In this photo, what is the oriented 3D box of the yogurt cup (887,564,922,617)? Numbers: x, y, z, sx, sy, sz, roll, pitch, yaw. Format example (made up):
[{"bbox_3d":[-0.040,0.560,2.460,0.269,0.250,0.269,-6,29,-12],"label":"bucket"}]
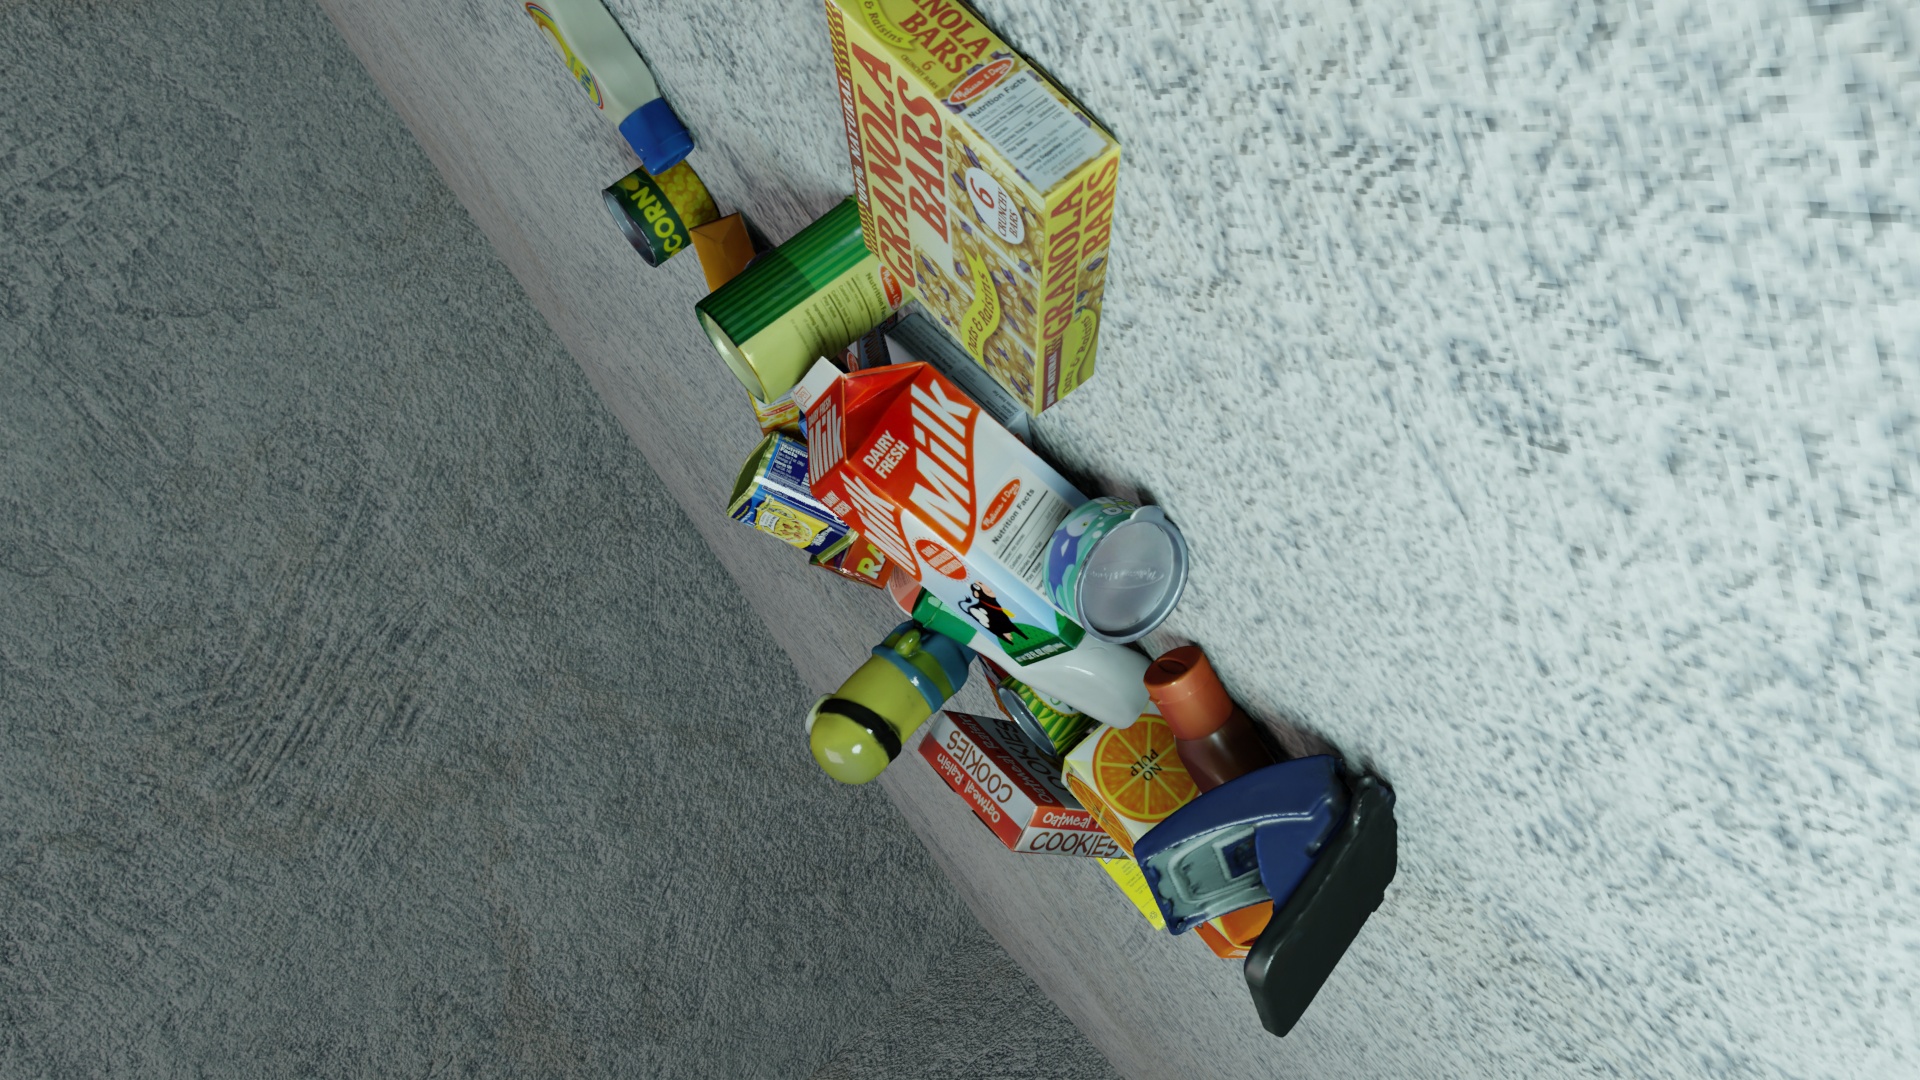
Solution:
[{"bbox_3d":[-0.016,0.023,1.025,0.072,0.072,0.053,52,159,2],"label":"yogurt cup"}]

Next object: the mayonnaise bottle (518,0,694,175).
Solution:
[{"bbox_3d":[-0.233,-0.312,0.914,0.148,0.041,0.064,55,165,-10],"label":"mayonnaise bottle"}]

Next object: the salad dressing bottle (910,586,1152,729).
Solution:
[{"bbox_3d":[0.043,0.062,0.832,0.148,0.044,0.064,27,156,-7],"label":"salad dressing bottle"}]

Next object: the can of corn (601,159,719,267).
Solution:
[{"bbox_3d":[-0.217,-0.242,1.011,0.071,0.058,0.071,48,166,16],"label":"can of corn"}]

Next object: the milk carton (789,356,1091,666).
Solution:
[{"bbox_3d":[-0.008,-0.024,0.725,0.190,0.074,0.072,40,157,-9],"label":"milk carton"}]

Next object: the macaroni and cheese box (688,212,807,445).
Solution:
[{"bbox_3d":[-0.145,-0.138,1.006,0.166,0.040,0.124,86,163,-70],"label":"macaroni and cheese box"}]

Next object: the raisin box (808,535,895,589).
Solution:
[{"bbox_3d":[-0.072,-0.011,1.065,0.040,0.086,0.123,27,174,-17],"label":"raisin box"}]

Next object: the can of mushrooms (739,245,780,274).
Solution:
[{"bbox_3d":[-0.118,-0.155,0.884,0.033,0.071,0.071,50,167,8],"label":"can of mushrooms"}]

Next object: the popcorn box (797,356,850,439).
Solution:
[{"bbox_3d":[-0.067,-0.070,0.905,0.085,0.038,0.127,57,-171,-22],"label":"popcorn box"}]

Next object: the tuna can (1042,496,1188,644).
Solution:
[{"bbox_3d":[0.075,0.011,0.673,0.033,0.071,0.070,35,159,54],"label":"tuna can"}]

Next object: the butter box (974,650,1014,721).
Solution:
[{"bbox_3d":[0.046,0.127,1.177,0.053,0.024,0.103,43,164,36],"label":"butter box"}]

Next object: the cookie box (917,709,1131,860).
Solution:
[{"bbox_3d":[0.069,0.178,0.997,0.167,0.040,0.123,15,-164,-40],"label":"cookie box"}]

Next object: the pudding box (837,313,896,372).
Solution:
[{"bbox_3d":[-0.065,-0.134,0.838,0.050,0.030,0.083,48,167,11],"label":"pudding box"}]

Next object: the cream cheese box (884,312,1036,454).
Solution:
[{"bbox_3d":[0.000,-0.079,0.775,0.104,0.024,0.053,44,164,30],"label":"cream cheese box"}]

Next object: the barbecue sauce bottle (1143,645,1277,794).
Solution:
[{"bbox_3d":[0.151,0.126,0.766,0.148,0.044,0.065,57,167,-18],"label":"barbecue sauce bottle"}]

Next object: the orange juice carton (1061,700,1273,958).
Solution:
[{"bbox_3d":[0.154,0.192,0.869,0.193,0.073,0.071,47,166,18],"label":"orange juice carton"}]

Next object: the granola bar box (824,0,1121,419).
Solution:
[{"bbox_3d":[0.005,-0.138,0.564,0.124,0.039,0.165,47,167,18],"label":"granola bar box"}]

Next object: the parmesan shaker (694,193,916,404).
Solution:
[{"bbox_3d":[-0.084,-0.131,0.747,0.071,0.103,0.071,49,166,16],"label":"parmesan shaker"}]

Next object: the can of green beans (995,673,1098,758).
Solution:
[{"bbox_3d":[0.067,0.110,0.978,0.071,0.058,0.071,48,167,16],"label":"can of green beans"}]
